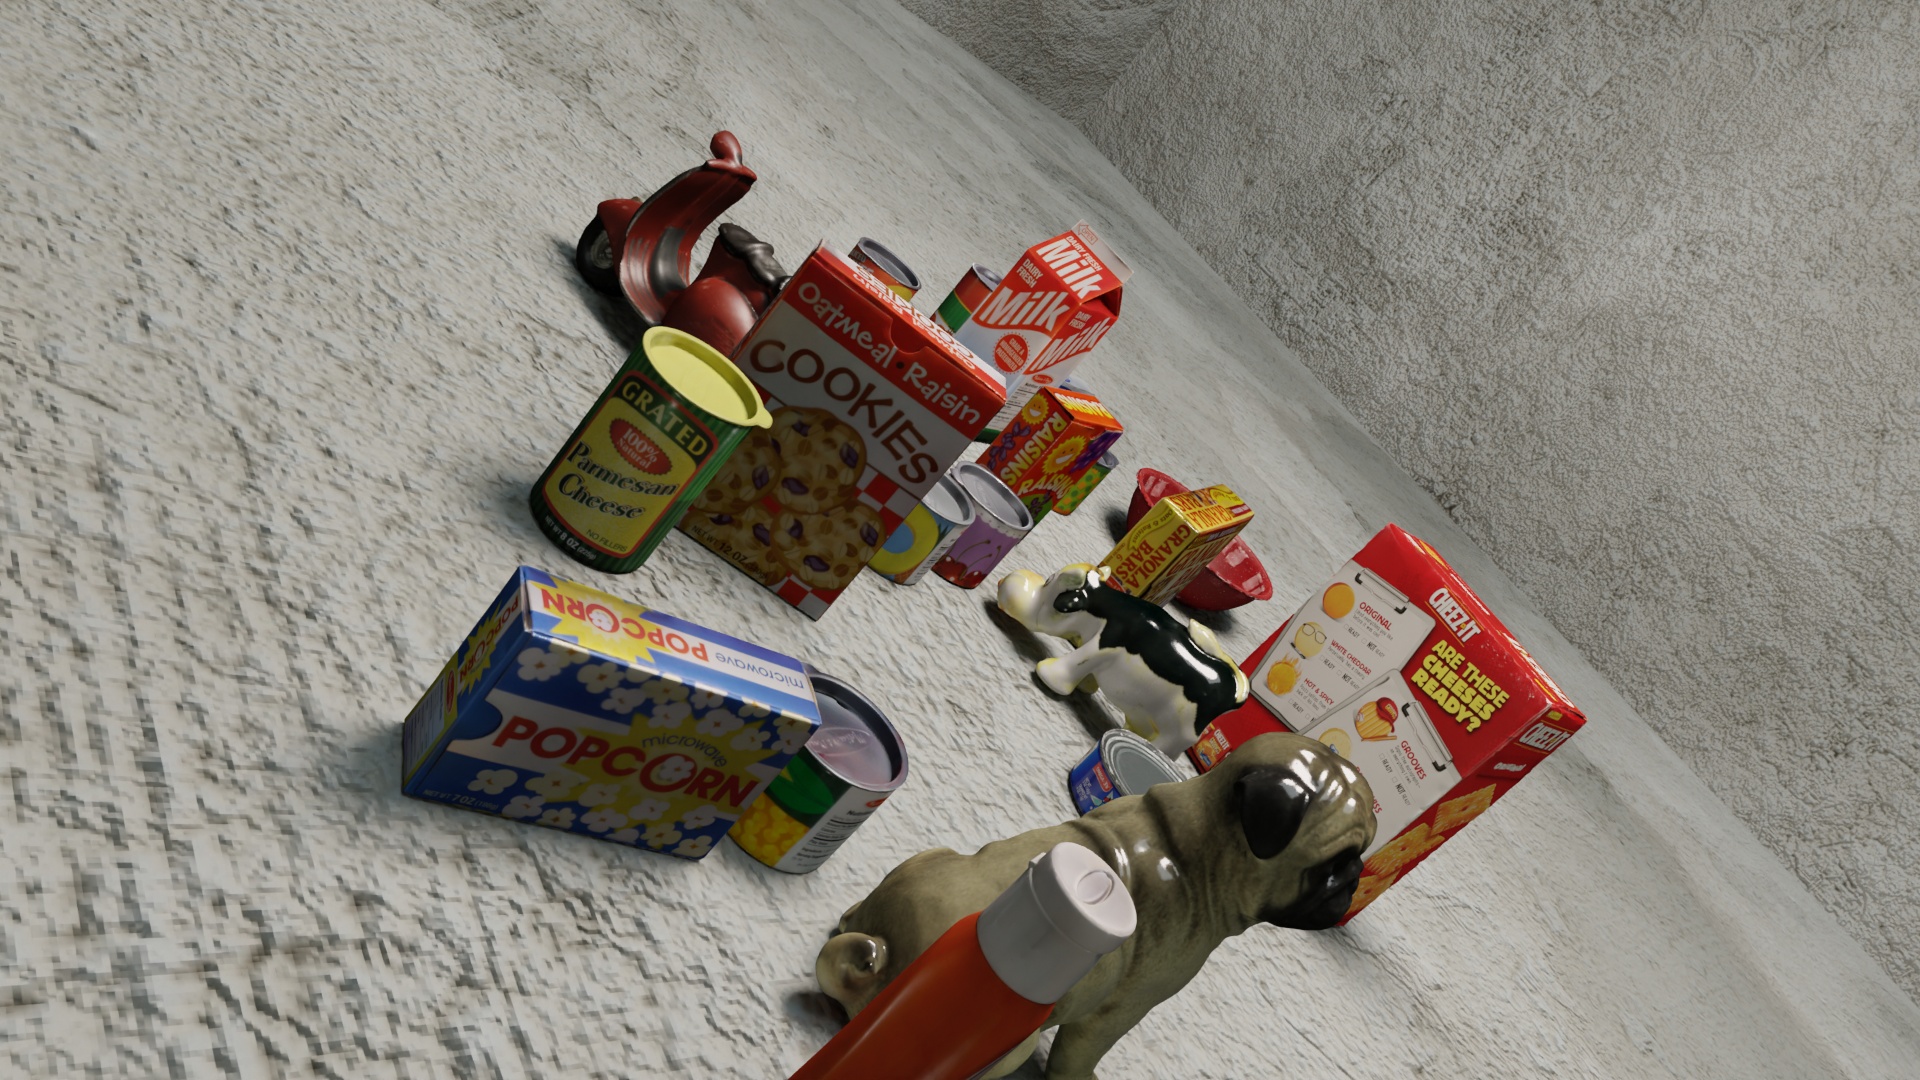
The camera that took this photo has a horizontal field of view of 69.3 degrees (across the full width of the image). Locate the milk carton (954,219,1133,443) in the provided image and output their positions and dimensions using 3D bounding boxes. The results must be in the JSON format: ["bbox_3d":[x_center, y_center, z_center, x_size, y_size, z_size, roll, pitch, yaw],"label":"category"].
[{"bbox_3d":[0.060,-0.173,1.158,0.072,0.190,0.073,51,22,23],"label":"milk carton"}]

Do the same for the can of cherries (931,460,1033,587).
[{"bbox_3d":[0.003,-0.012,0.930,0.071,0.058,0.072,35,22,-16],"label":"can of cherries"}]

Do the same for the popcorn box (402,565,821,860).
[{"bbox_3d":[-0.127,0.068,0.515,0.126,0.085,0.038,25,27,-38],"label":"popcorn box"}]

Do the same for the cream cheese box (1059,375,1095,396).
[{"bbox_3d":[0.078,-0.136,1.306,0.104,0.053,0.024,12,36,-53],"label":"cream cheese box"}]

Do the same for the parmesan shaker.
[{"bbox_3d":[-0.148,-0.040,0.662,0.071,0.102,0.071,36,22,-16],"label":"parmesan shaker"}]

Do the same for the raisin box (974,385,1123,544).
[{"bbox_3d":[0.050,-0.051,0.999,0.040,0.123,0.086,51,22,22],"label":"raisin box"}]

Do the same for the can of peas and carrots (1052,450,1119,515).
[{"bbox_3d":[0.090,-0.063,1.179,0.071,0.058,0.071,35,22,-16],"label":"can of peas and carrots"}]

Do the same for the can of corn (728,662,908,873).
[{"bbox_3d":[-0.067,0.098,0.598,0.071,0.058,0.071,35,22,-16],"label":"can of corn"}]

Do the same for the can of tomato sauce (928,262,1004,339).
[{"bbox_3d":[0.011,-0.204,1.280,0.071,0.083,0.071,35,22,-16],"label":"can of tomato sauce"}]

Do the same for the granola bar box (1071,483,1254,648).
[{"bbox_3d":[0.146,0.018,1.028,0.039,0.124,0.166,47,22,13],"label":"granola bar box"}]

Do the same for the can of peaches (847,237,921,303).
[{"bbox_3d":[-0.078,-0.216,1.186,0.071,0.058,0.071,35,22,-16],"label":"can of peaches"}]

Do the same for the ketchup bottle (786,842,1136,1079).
[{"bbox_3d":[-0.004,0.159,0.462,0.043,0.148,0.065,48,22,16],"label":"ketchup bottle"}]

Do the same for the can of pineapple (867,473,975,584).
[{"bbox_3d":[-0.035,-0.016,0.873,0.071,0.057,0.071,35,22,-16],"label":"can of pineapple"}]

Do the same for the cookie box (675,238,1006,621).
[{"bbox_3d":[-0.074,-0.054,0.729,0.123,0.167,0.040,36,22,-16],"label":"cookie box"}]
